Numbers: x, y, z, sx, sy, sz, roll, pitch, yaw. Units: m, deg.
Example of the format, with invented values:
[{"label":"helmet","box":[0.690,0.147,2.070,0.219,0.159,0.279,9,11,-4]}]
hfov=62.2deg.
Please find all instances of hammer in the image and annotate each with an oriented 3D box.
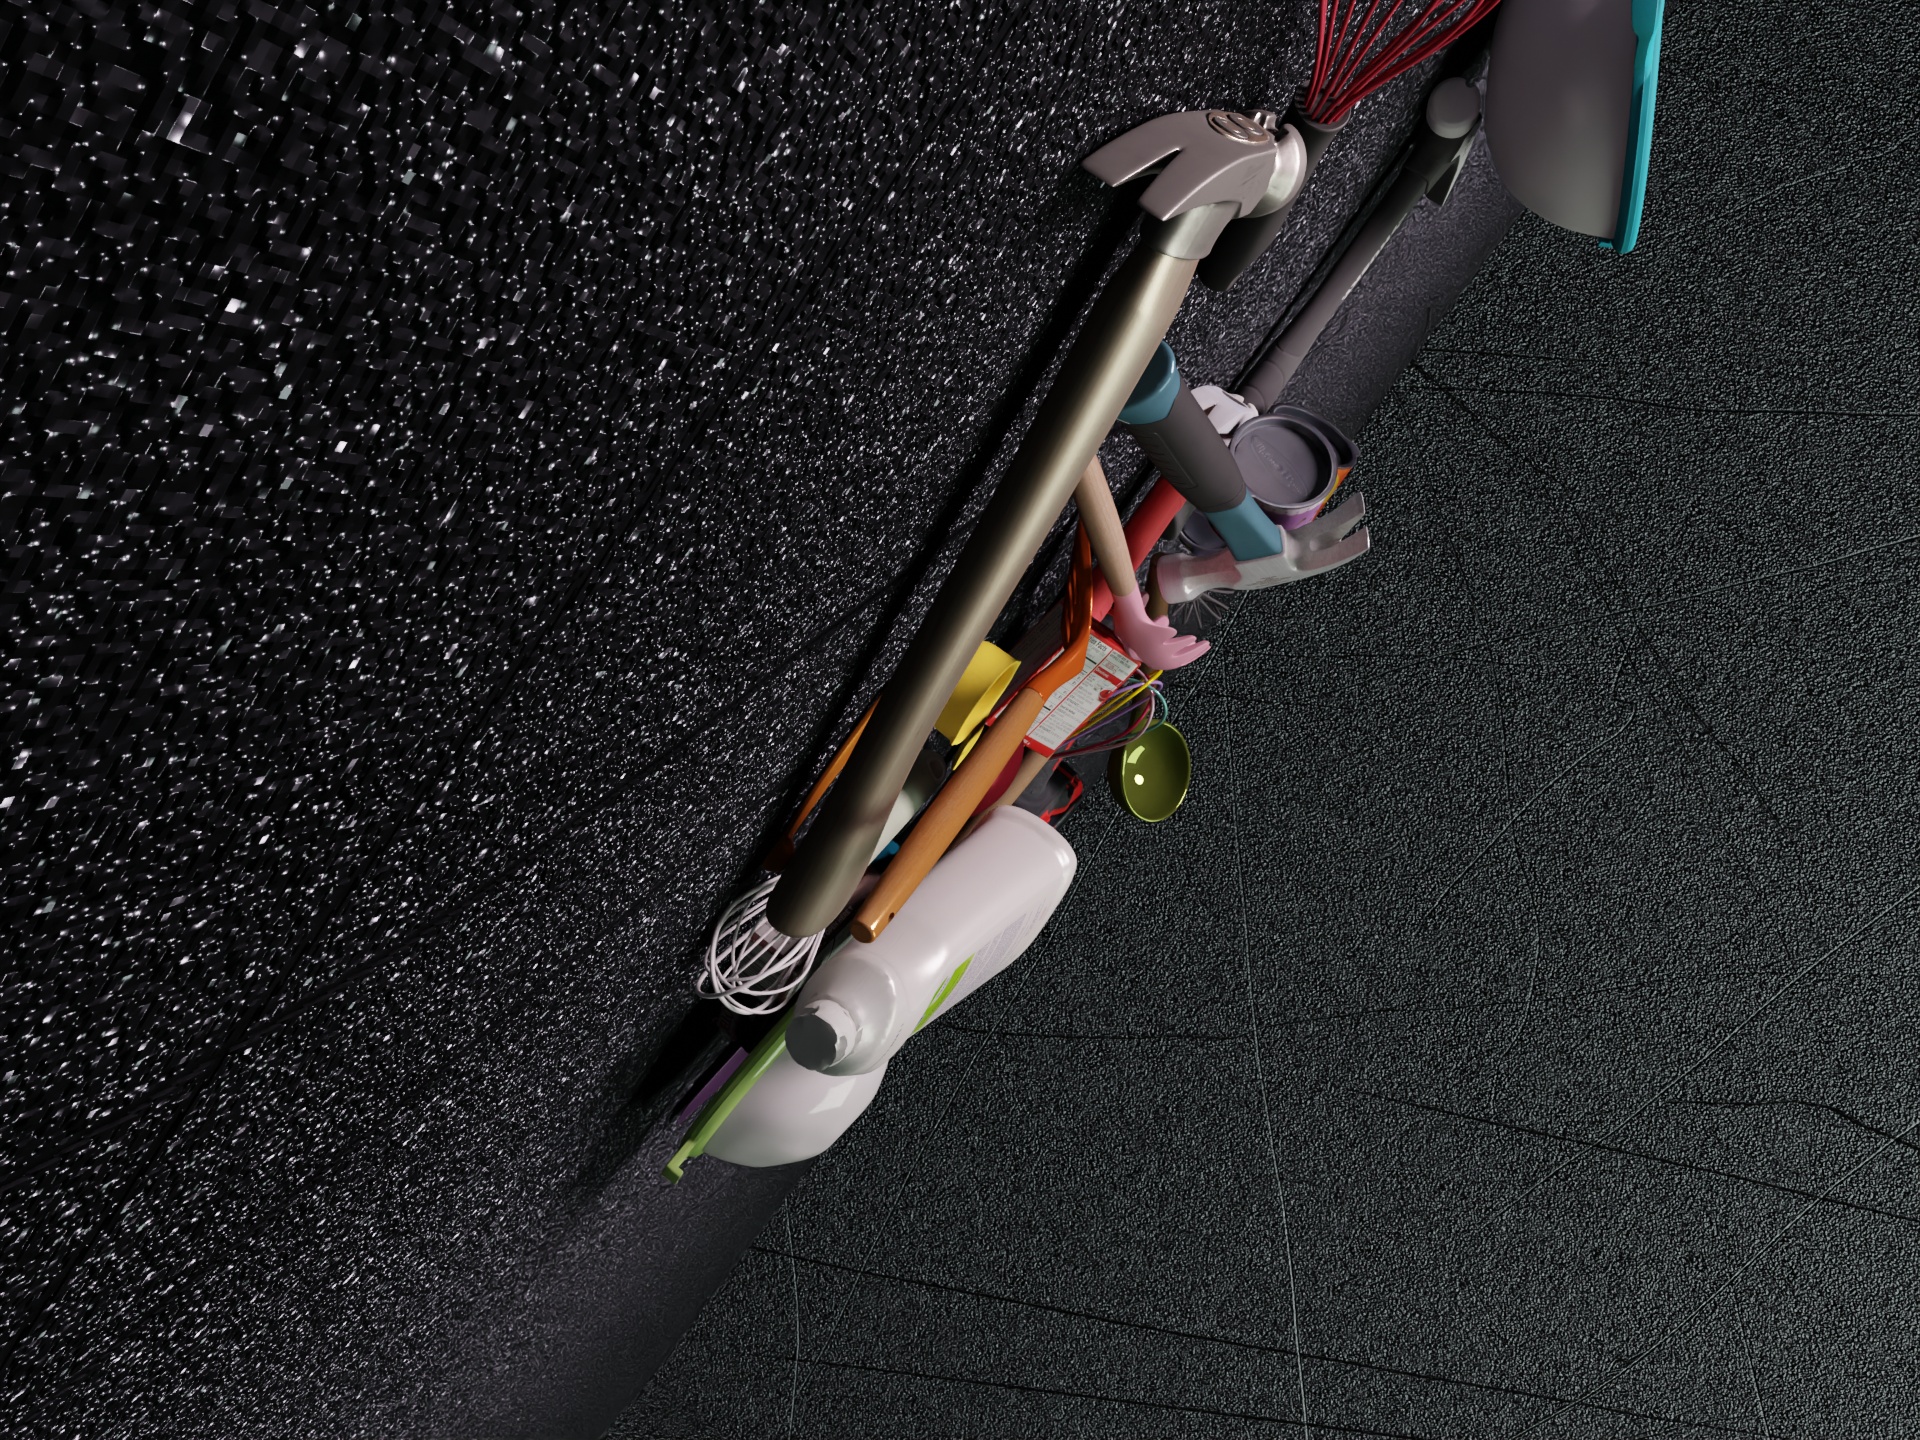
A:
[{"label":"hammer","box":[0.061,-0.046,1.030,0.386,0.038,0.143,-55,170,19]},{"label":"hammer","box":[0.127,-0.118,0.805,0.128,0.033,0.330,-10,168,20]},{"label":"hammer","box":[0.232,-0.263,1.071,0.335,0.035,0.146,-54,171,9]},{"label":"hammer","box":[0.002,-0.050,0.643,0.146,0.038,0.410,-39,162,-55]}]

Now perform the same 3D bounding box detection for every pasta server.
[{"label":"pasta server","box":[0.087,-0.087,0.833,0.040,0.060,0.316,-45,159,-3]}]

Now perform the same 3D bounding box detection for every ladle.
[{"label":"ladle","box":[0.140,-0.020,1.117,0.078,0.062,0.320,-55,163,-22]},{"label":"ladle","box":[-0.023,0.075,1.009,0.069,0.031,0.315,-55,-177,-31]}]

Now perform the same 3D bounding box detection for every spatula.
[{"label":"spatula","box":[0.017,0.000,0.791,0.323,0.041,0.081,-52,157,-47]},{"label":"spatula","box":[-0.098,0.175,1.153,0.316,0.018,0.059,-46,172,-34]},{"label":"spatula","box":[0.006,0.090,1.058,0.317,0.044,0.082,-52,-166,18]}]

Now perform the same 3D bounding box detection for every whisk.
[{"label":"whisk","box":[-0.065,0.077,0.847,0.059,0.057,0.246,-17,-163,32]},{"label":"whisk","box":[0.064,0.018,1.117,0.245,0.051,0.047,-35,-148,50]},{"label":"whisk","box":[0.165,-0.094,1.151,0.055,0.055,0.239,-54,171,10]},{"label":"whisk","box":[0.142,-0.242,0.594,0.073,0.073,0.295,-50,178,-18]}]

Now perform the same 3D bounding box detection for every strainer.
[{"label":"strainer","box":[0.352,-0.382,0.921,0.340,0.095,0.211,-32,124,-66]},{"label":"strainer","box":[-0.083,0.215,0.981,0.151,0.069,0.256,-50,173,3]}]

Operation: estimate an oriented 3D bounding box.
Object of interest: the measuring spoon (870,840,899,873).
[{"label":"measuring spoon","box":[-0.045,0.076,0.926,0.042,0.021,0.128,-47,-175,-21]}]

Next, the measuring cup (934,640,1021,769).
[{"label":"measuring cup","box":[-0.001,-0.003,0.910,0.062,0.029,0.156,-50,174,-17]}]

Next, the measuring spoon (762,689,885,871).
[{"label":"measuring spoon","box":[-0.059,0.028,0.759,0.117,0.011,0.021,-54,172,14]}]

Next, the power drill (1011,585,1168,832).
[{"label":"power drill","box":[0.086,-0.007,1.224,0.219,0.078,0.143,-61,169,29]}]
